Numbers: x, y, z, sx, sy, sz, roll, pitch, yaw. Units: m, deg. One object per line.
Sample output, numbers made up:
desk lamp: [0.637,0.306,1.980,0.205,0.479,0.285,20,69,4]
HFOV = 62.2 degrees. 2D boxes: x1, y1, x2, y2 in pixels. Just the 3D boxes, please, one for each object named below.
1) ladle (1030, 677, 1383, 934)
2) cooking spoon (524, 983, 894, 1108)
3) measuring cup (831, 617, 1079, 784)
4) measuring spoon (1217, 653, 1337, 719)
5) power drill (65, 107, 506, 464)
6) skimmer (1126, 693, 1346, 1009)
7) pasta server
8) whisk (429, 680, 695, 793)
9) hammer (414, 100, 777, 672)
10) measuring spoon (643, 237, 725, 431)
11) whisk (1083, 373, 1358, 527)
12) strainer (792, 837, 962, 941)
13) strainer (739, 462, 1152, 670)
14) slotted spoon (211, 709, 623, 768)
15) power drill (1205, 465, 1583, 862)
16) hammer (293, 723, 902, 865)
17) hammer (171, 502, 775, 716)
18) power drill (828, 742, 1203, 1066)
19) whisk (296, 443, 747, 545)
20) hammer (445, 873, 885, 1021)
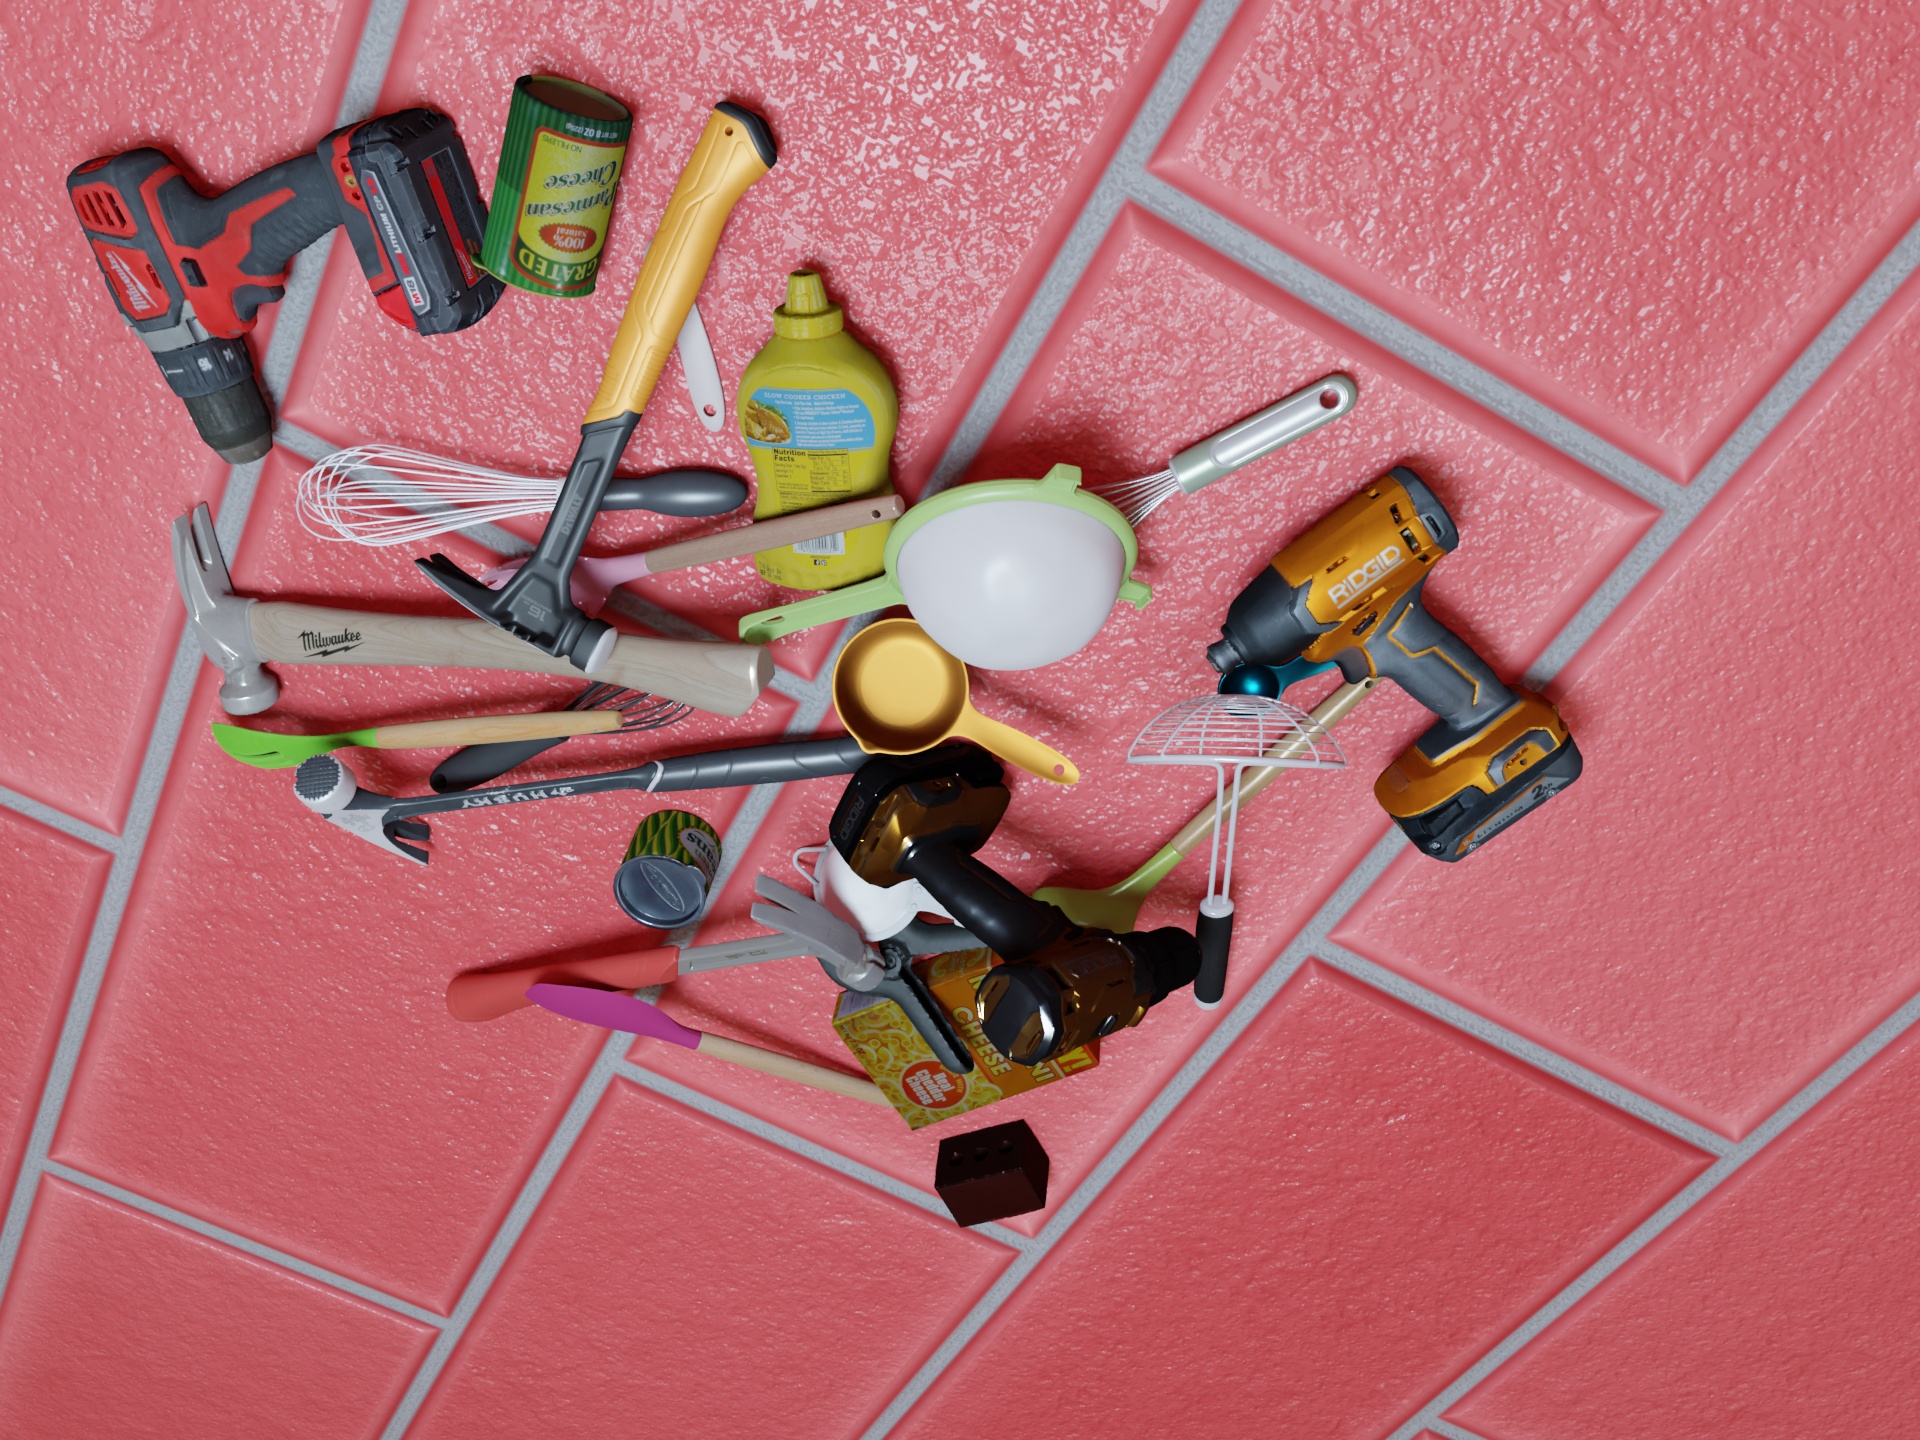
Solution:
ladle: [0.167,0.065,1.097,0.078,0.062,0.320,38,111,-19]
cooking spoon: [-0.177,0.251,1.212,0.318,0.017,0.068,22,146,-23]
measuring cup: [-0.002,-0.003,1.040,0.173,0.052,0.095,28,92,-4]
measuring spoon: [0.227,-0.041,1.037,0.128,0.021,0.042,-25,116,9]
power drill: [-0.388,-0.252,0.934,0.227,0.080,0.187,-7,120,13]
skimmer: [0.170,0.108,1.033,0.127,0.090,0.362,1,138,6]
pasta server: [-0.174,-0.099,0.986,0.316,0.040,0.060,-9,121,29]
whisk: [-0.276,0.007,1.100,0.239,0.055,0.055,-22,117,23]
hammer: [-0.201,-0.199,0.926,0.127,0.034,0.337,29,106,2]
measuring spoon: [-0.163,-0.230,0.956,0.034,0.018,0.124,-6,121,9]
whisk: [0.125,-0.144,0.964,0.246,0.059,0.058,-26,95,15]
strainer: [-0.005,0.131,1.111,0.258,0.050,0.087,16,89,12]
strainer: [-0.018,-0.061,0.946,0.256,0.069,0.151,-13,151,19]
slotted spoon: [-0.374,0.010,1.084,0.314,0.031,0.070,-4,164,16]
power drill: [0.266,-0.023,0.987,0.164,0.084,0.226,-36,110,7]
hammer: [-0.230,0.044,1.098,0.409,0.036,0.149,-7,156,3]
hammer: [-0.319,-0.058,1.028,0.411,0.038,0.146,5,121,15]
power drill: [0.043,0.115,1.044,0.226,0.185,0.084,46,125,29]
whisk: [-0.277,-0.144,1.004,0.284,0.070,0.070,-1,121,0]
hammer: [-0.240,0.177,1.151,0.359,0.037,0.149,-12,147,27]
